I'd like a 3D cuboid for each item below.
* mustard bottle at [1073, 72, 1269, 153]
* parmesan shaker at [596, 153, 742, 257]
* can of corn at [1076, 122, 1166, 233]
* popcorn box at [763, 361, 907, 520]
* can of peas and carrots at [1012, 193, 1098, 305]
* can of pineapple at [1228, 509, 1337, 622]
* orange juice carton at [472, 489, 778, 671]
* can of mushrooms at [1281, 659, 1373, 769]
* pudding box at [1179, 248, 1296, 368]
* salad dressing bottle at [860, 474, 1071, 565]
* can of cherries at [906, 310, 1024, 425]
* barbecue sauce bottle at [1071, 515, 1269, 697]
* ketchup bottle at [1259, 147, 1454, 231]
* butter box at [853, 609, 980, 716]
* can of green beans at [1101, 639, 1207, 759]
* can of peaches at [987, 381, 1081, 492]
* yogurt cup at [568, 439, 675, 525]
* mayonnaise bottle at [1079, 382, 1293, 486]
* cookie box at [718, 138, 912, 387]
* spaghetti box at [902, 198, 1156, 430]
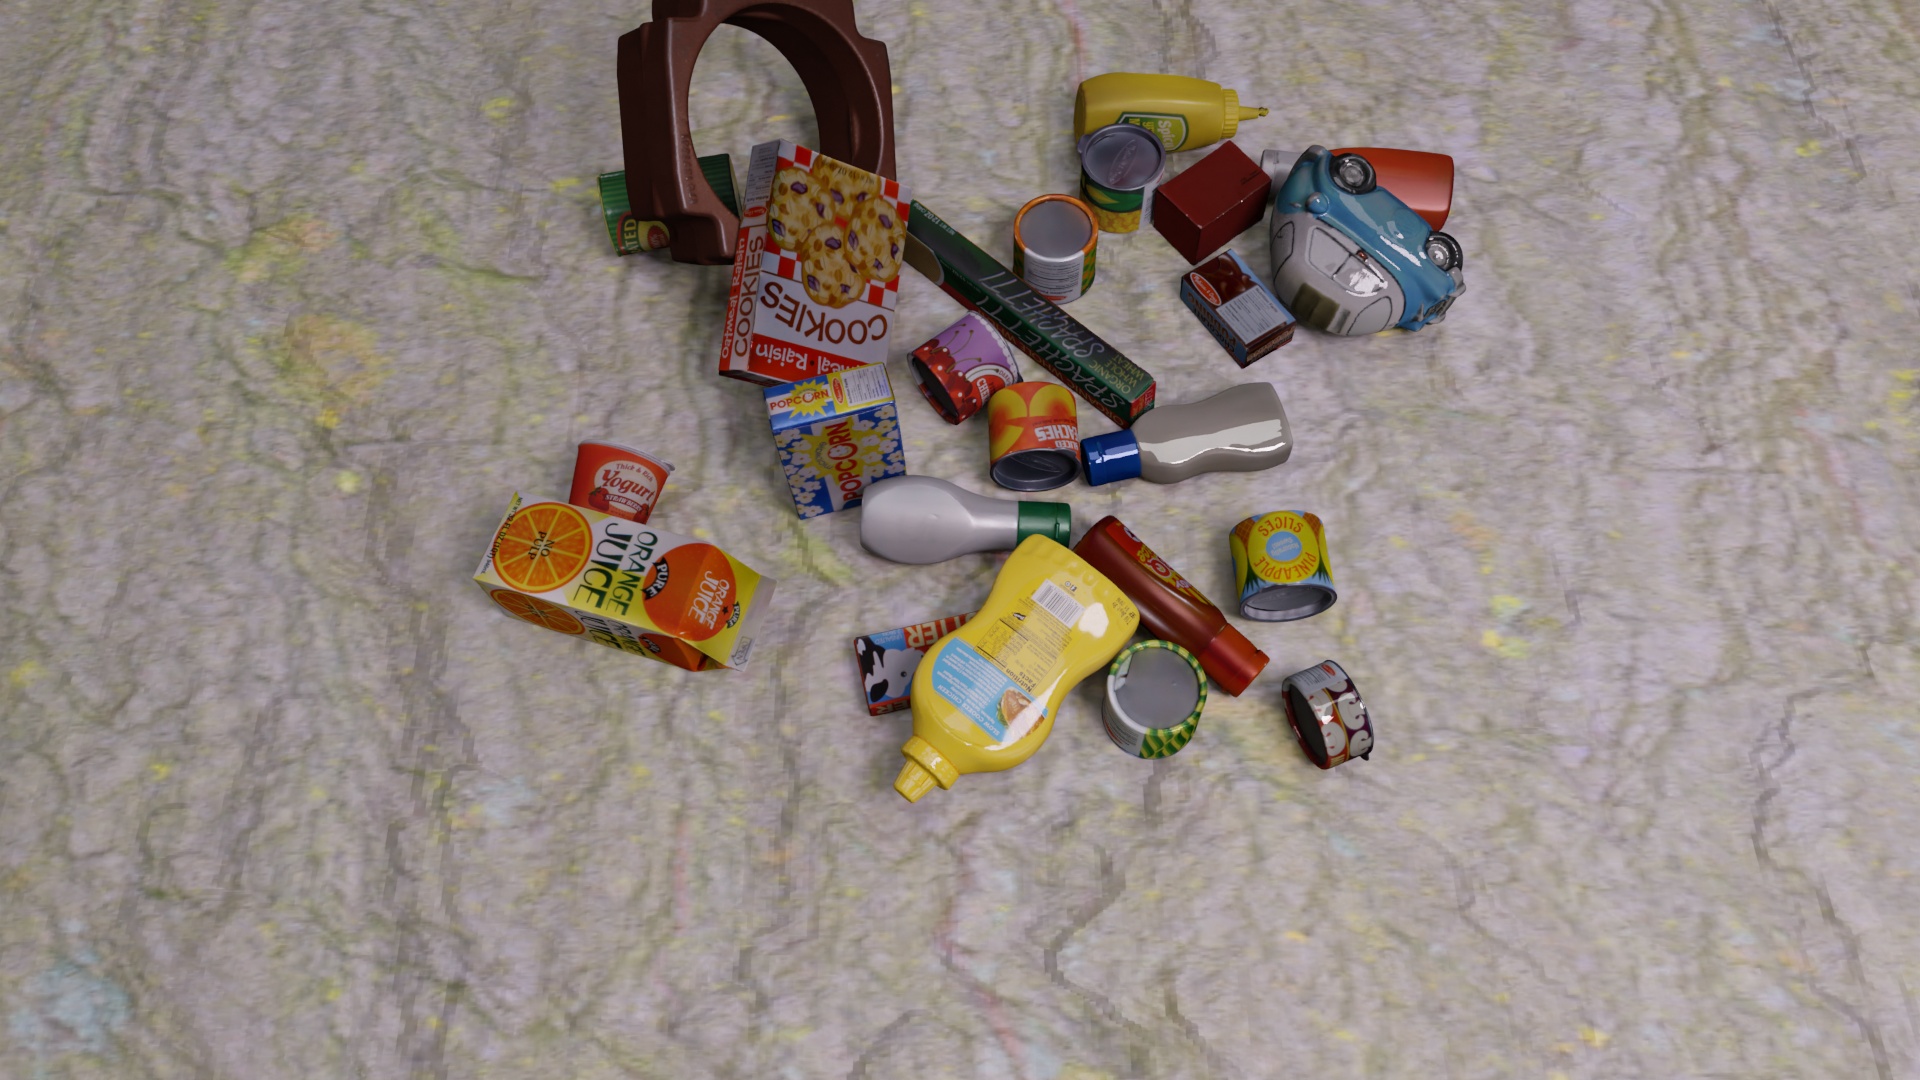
[{"bbox_3d":[0.175,-0.348,1.133,0.160,0.065,0.049,-3,61,-3],"label":"mustard bottle"},{"bbox_3d":[-0.229,-0.269,1.106,0.103,0.071,0.071,-11,65,-3],"label":"parmesan shaker"},{"bbox_3d":[0.126,-0.289,1.109,0.071,0.058,0.071,-1,65,2],"label":"can of corn"},{"bbox_3d":[-0.085,-0.068,0.977,0.085,0.126,0.038,-15,63,-5],"label":"popcorn box"},{"bbox_3d":[0.073,-0.229,1.083,0.071,0.058,0.071,-1,65,1],"label":"can of peas and carrots"},{"bbox_3d":[0.221,0.017,0.956,0.071,0.070,0.058,-4,64,0],"label":"can of pineapple"},{"bbox_3d":[-0.227,0.033,0.964,0.193,0.072,0.072,15,66,9],"label":"orange juice carton"},{"bbox_3d":[0.241,0.117,0.912,0.033,0.070,0.071,-20,66,-7],"label":"can of mushrooms"},{"bbox_3d":[0.213,-0.179,1.070,0.050,0.030,0.084,-31,68,-11],"label":"pudding box"},{"bbox_3d":[0.004,-0.012,0.990,0.148,0.044,0.064,3,98,-2],"label":"salad dressing bottle"},{"bbox_3d":[0.003,-0.126,1.033,0.058,0.071,0.071,-36,69,-13],"label":"can of cherries"},{"bbox_3d":[0.143,0.046,0.953,0.149,0.065,0.043,42,106,11],"label":"barbecue sauce bottle"},{"bbox_3d":[0.314,-0.286,1.108,0.149,0.043,0.065,9,65,7],"label":"ketchup bottle"},{"bbox_3d":[-0.018,0.083,0.959,0.103,0.024,0.053,-12,66,-4],"label":"butter box"},{"bbox_3d":[0.129,0.106,0.924,0.071,0.057,0.071,-1,65,2],"label":"can of green beans"},{"bbox_3d":[0.055,-0.076,1.006,0.071,0.071,0.058,-3,64,1],"label":"can of peaches"},{"bbox_3d":[-0.250,-0.036,1.004,0.072,0.072,0.054,11,74,8],"label":"yogurt cup"},{"bbox_3d":[0.163,-0.072,1.017,0.148,0.041,0.065,-12,64,-2],"label":"mayonnaise bottle"},{"bbox_3d":[-0.104,-0.191,1.013,0.040,0.123,0.167,6,87,48],"label":"cookie box"},{"bbox_3d":[0.046,-0.174,1.063,0.250,0.050,0.029,40,75,18],"label":"spaghetti box"}]
